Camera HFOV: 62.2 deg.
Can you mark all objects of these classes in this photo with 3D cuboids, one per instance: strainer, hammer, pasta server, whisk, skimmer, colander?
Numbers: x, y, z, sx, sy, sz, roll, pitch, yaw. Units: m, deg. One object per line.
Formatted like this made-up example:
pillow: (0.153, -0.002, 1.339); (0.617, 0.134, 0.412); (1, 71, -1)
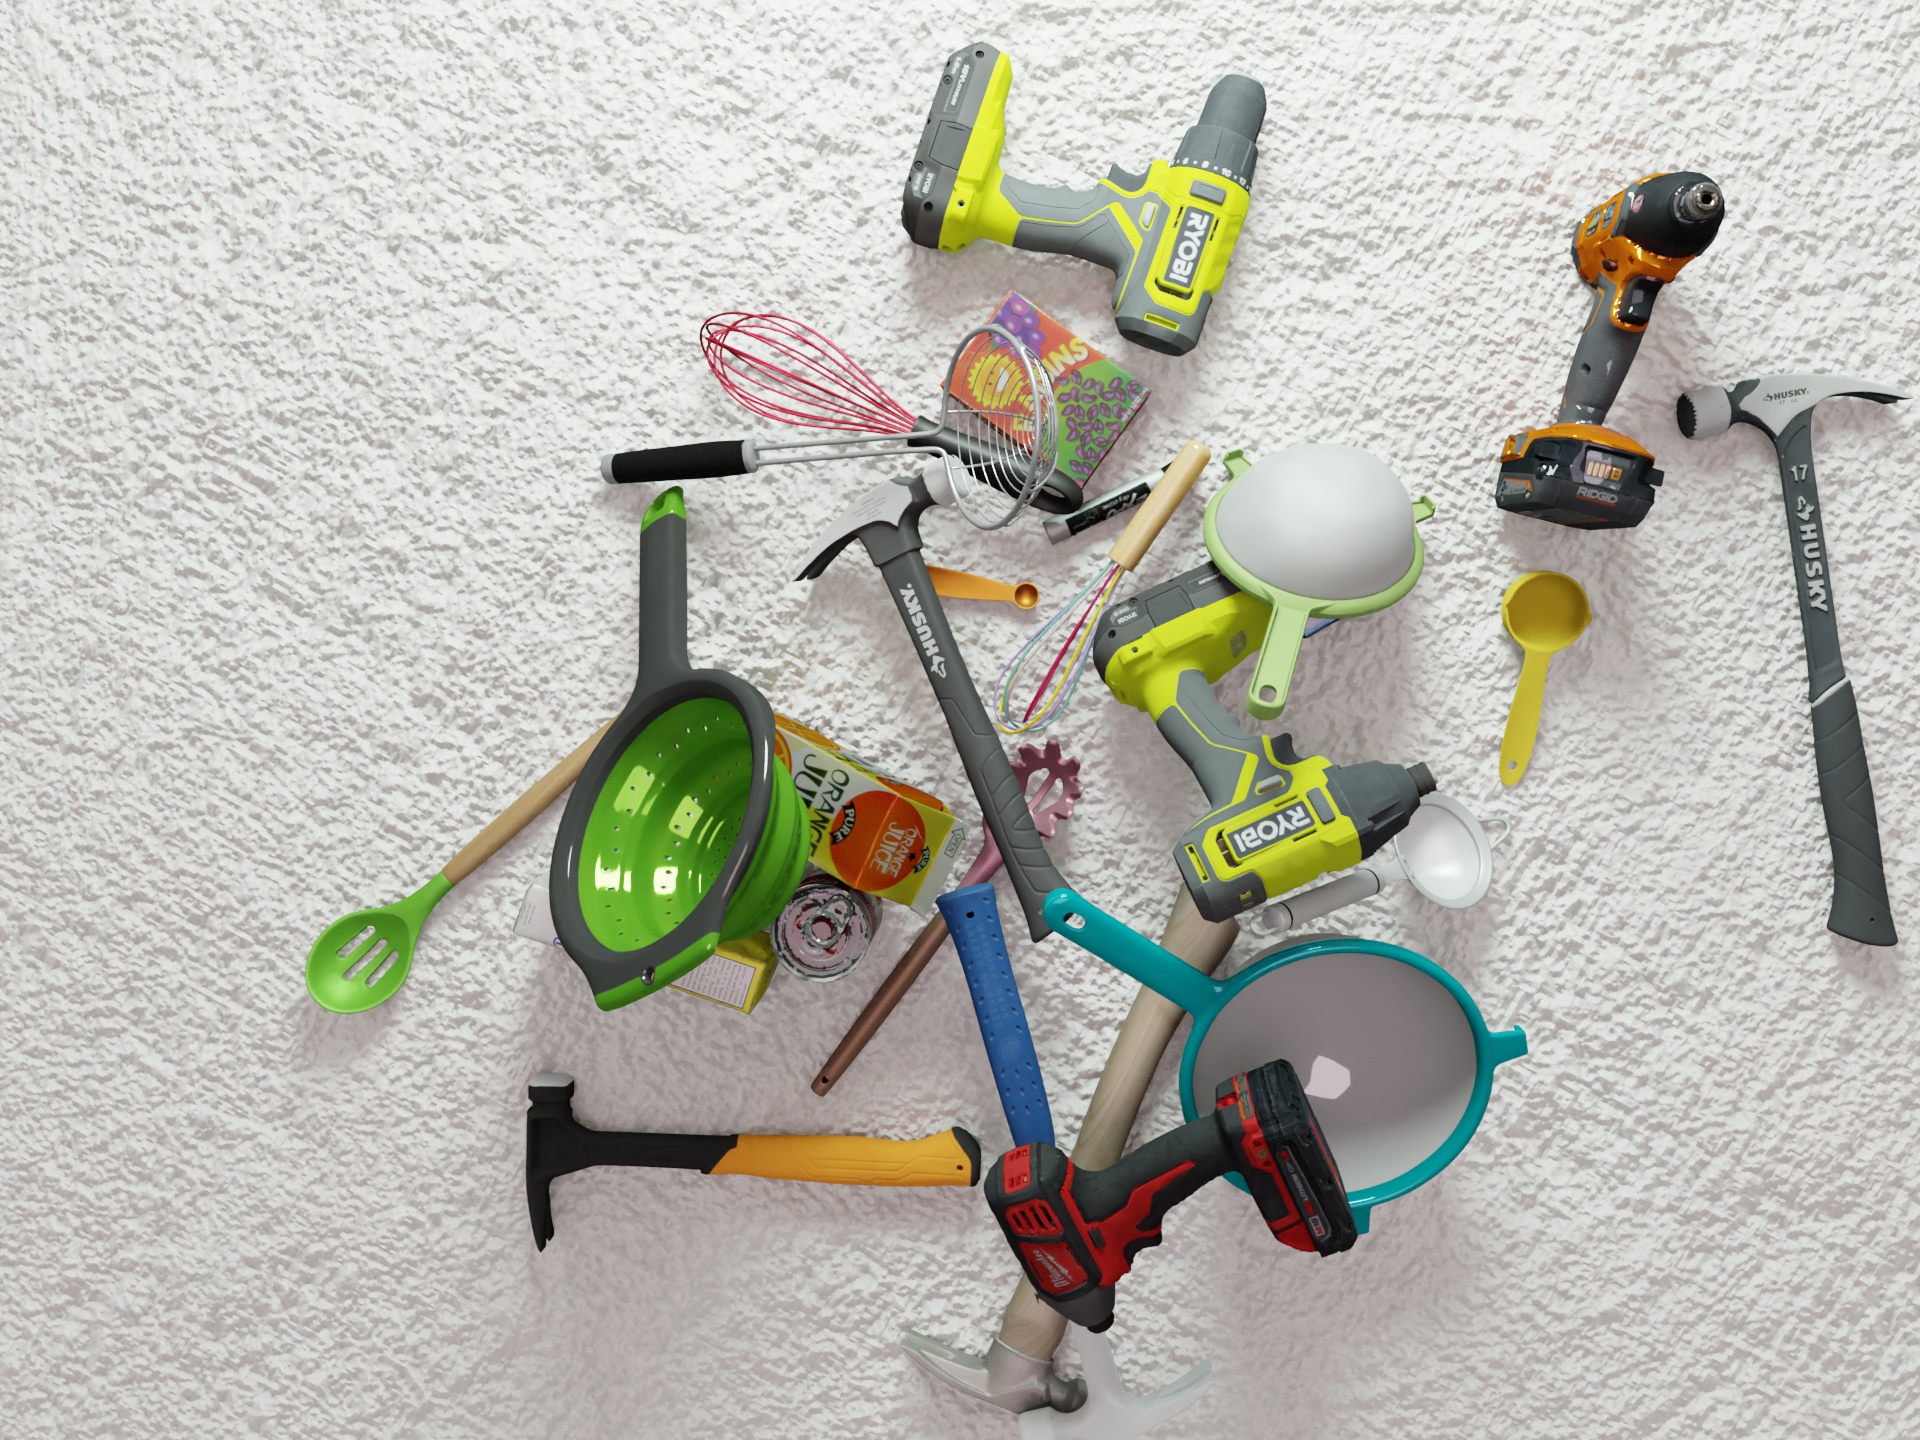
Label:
strainer: (0.200, 0.195, 1.098); (0.340, 0.095, 0.211); (32, 107, -9)
hammer: (0.610, -0.042, 1.113); (0.149, 0.036, 0.409); (-10, 93, 2)
hammer: (0.093, 0.306, 1.158); (0.146, 0.038, 0.410); (21, 94, 3)
hammer: (-0.153, 0.329, 1.172); (0.337, 0.034, 0.127); (1, 92, 3)
pasta server: (-0.015, 0.147, 1.153); (0.060, 0.040, 0.316); (38, 96, 11)
hammer: (-0.002, -0.004, 1.110); (0.146, 0.035, 0.335); (-23, 89, 27)
whisk: (-0.050, -0.211, 1.113); (0.296, 0.073, 0.073); (25, 94, 2)
hammer: (0.063, 0.313, 1.121); (0.144, 0.035, 0.405); (-16, 92, 3)
strainer: (0.283, 0.107, 1.084); (0.258, 0.050, 0.087); (-13, 74, -37)
skimmer: (-0.101, -0.182, 1.056); (0.363, 0.090, 0.127); (-1, 96, 23)
strainer: (0.225, -0.107, 1.031); (0.151, 0.256, 0.069); (16, 137, 10)
whisk: (0.102, -0.090, 1.123); (0.051, 0.047, 0.245); (34, 98, -7)
colander: (-0.172, 0.010, 1.065); (0.204, 0.094, 0.398); (-30, 49, 29)

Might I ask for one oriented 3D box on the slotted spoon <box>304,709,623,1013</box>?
slotted spoon: (-0.357, 0.100, 1.173); (0.314, 0.031, 0.070); (-42, 91, 2)

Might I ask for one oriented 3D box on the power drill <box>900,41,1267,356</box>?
power drill: (0.089, -0.378, 1.100); (0.228, 0.080, 0.190); (19, 94, -1)

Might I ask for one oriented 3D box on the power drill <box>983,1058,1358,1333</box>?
power drill: (0.140, 0.324, 1.055); (0.219, 0.079, 0.143); (-22, 108, 10)

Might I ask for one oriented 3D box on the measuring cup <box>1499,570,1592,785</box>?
measuring cup: (0.404, -0.031, 1.133); (0.062, 0.029, 0.156); (8, 105, 2)

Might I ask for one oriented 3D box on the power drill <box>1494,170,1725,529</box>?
power drill: (0.433, -0.245, 1.046); (0.084, 0.164, 0.226); (15, 96, 1)

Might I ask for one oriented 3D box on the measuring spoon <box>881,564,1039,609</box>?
measuring spoon: (0.000, -0.098, 1.154); (0.117, 0.011, 0.021); (10, 95, 6)

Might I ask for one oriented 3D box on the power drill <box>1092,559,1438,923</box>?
power drill: (0.195, 0.005, 1.059); (0.171, 0.080, 0.223); (-25, 58, 3)
